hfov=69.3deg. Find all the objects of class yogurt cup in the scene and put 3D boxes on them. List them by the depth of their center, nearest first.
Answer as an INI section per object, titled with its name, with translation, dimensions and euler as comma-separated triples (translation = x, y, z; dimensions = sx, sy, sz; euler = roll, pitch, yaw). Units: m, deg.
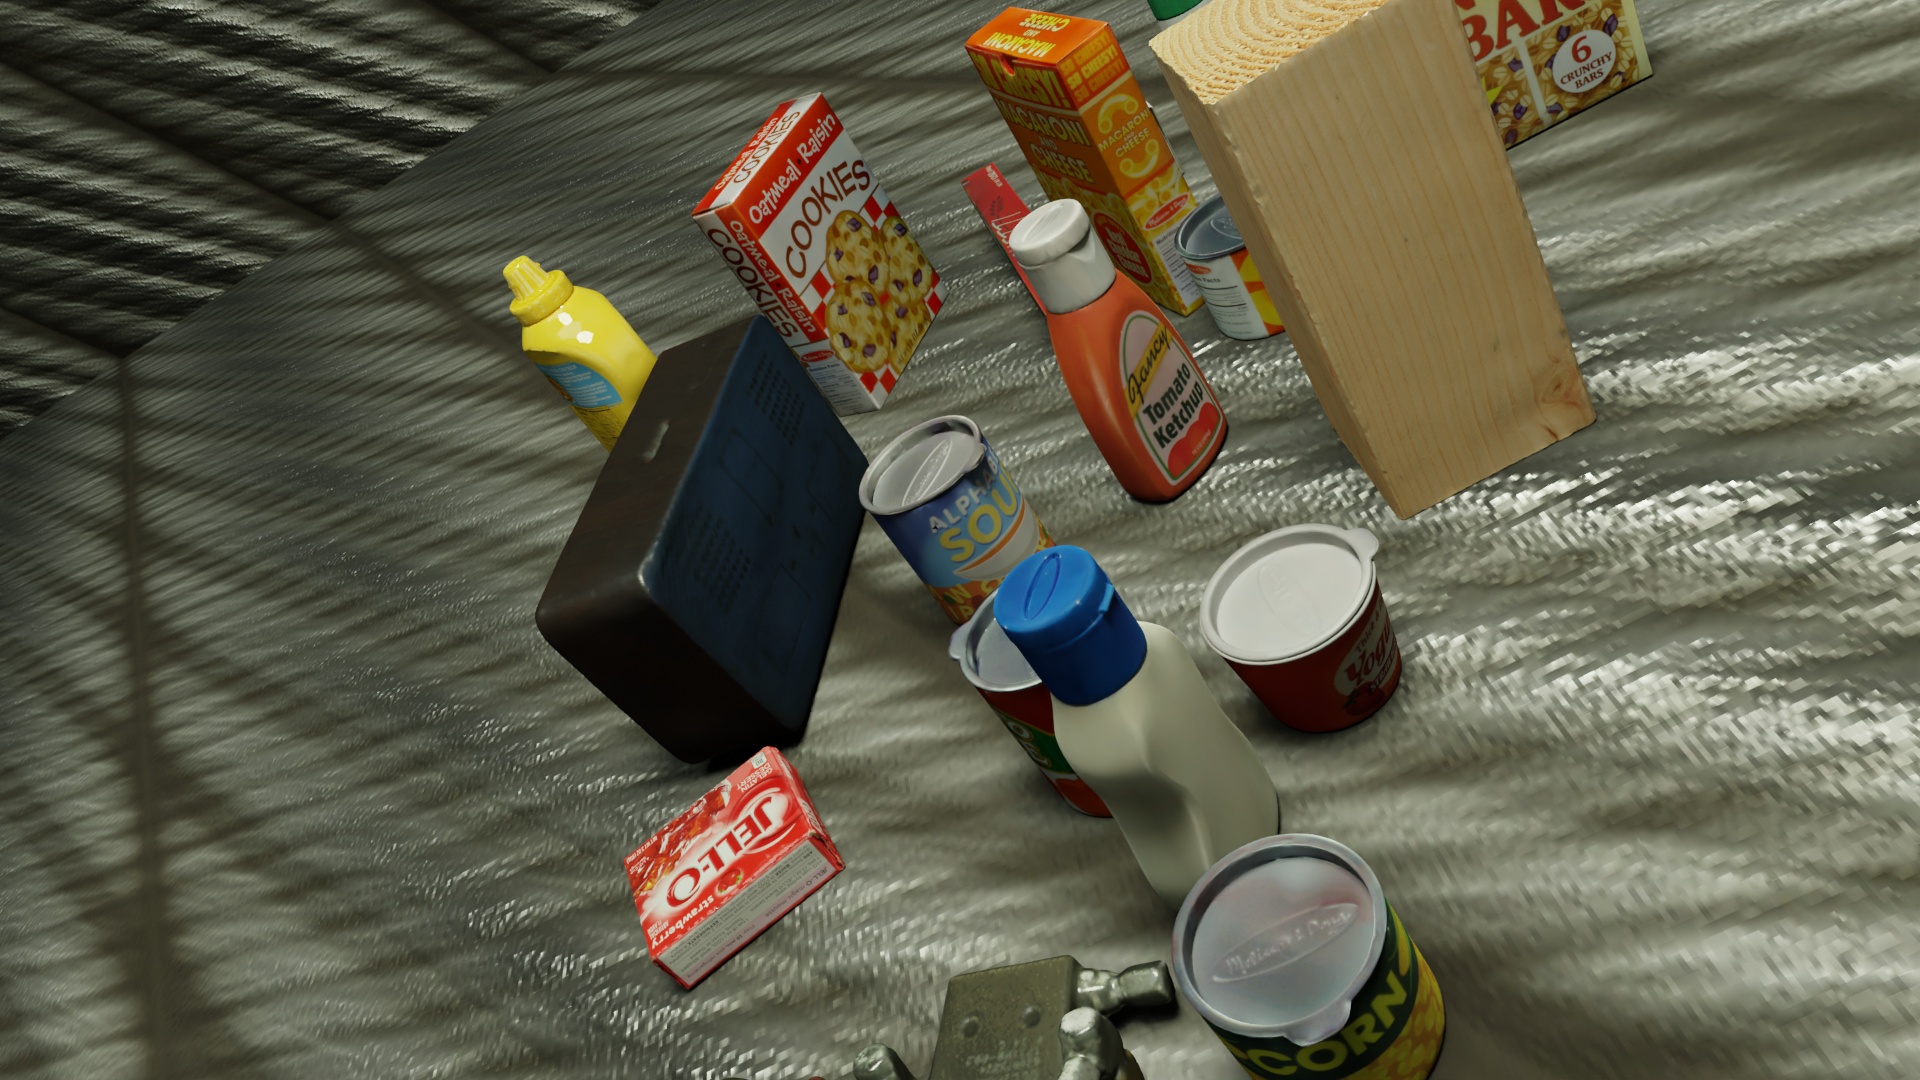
[yogurt cup]
translation = 0.132, 0.035, 0.526
dimensions = 0.072, 0.053, 0.073
euler = -24, 34, 18

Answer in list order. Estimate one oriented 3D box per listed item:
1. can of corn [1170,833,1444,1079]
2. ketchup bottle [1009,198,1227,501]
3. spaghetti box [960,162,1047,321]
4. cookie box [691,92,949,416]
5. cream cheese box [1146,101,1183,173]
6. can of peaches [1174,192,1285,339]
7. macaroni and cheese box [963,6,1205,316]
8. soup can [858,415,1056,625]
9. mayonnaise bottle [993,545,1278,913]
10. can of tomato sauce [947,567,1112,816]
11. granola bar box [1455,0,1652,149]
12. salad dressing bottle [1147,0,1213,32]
[can of corn]
translation = 0.107, 0.135, 0.419
dimensions = 0.071, 0.058, 0.071
euler = -24, 34, 18
[ketchup bottle]
translation = 0.072, -0.090, 0.652
dimensions = 0.043, 0.148, 0.065
euler = 10, 54, 49
[spaghetti box]
translation = 0.047, -0.177, 0.878
dimensions = 0.028, 0.050, 0.251
euler = -32, 33, 7
[cookie box]
translation = -0.086, -0.184, 0.899
dimensions = 0.040, 0.167, 0.123
euler = -7, 42, 38
[cream cheese box]
translation = 0.116, -0.279, 0.943
dimensions = 0.024, 0.053, 0.104
euler = -31, 33, 7
[can of peaches]
translation = 0.157, -0.150, 0.736
dimensions = 0.071, 0.058, 0.071
euler = -24, 34, 18
[macaroni and cheese box]
translation = 0.078, -0.216, 0.793
dimensions = 0.040, 0.166, 0.124
euler = -39, 33, -4
[soup can]
translation = 0.002, -0.008, 0.673
dimensions = 0.071, 0.083, 0.072
euler = -24, 34, 18
[mayonnaise bottle]
translation = 0.061, 0.064, 0.468
dimensions = 0.041, 0.147, 0.065
euler = -10, 41, 34
[can of tomato sauce]
translation = 0.046, 0.059, 0.547
dimensions = 0.071, 0.083, 0.071
euler = -24, 34, 18
[granola bar box]
translation = 0.257, -0.259, 0.723
dimensions = 0.165, 0.124, 0.039
euler = -26, 34, 15
[salad dressing bottle]
translation = 0.150, -0.295, 0.844
dimensions = 0.044, 0.147, 0.064
euler = -32, 33, 6
